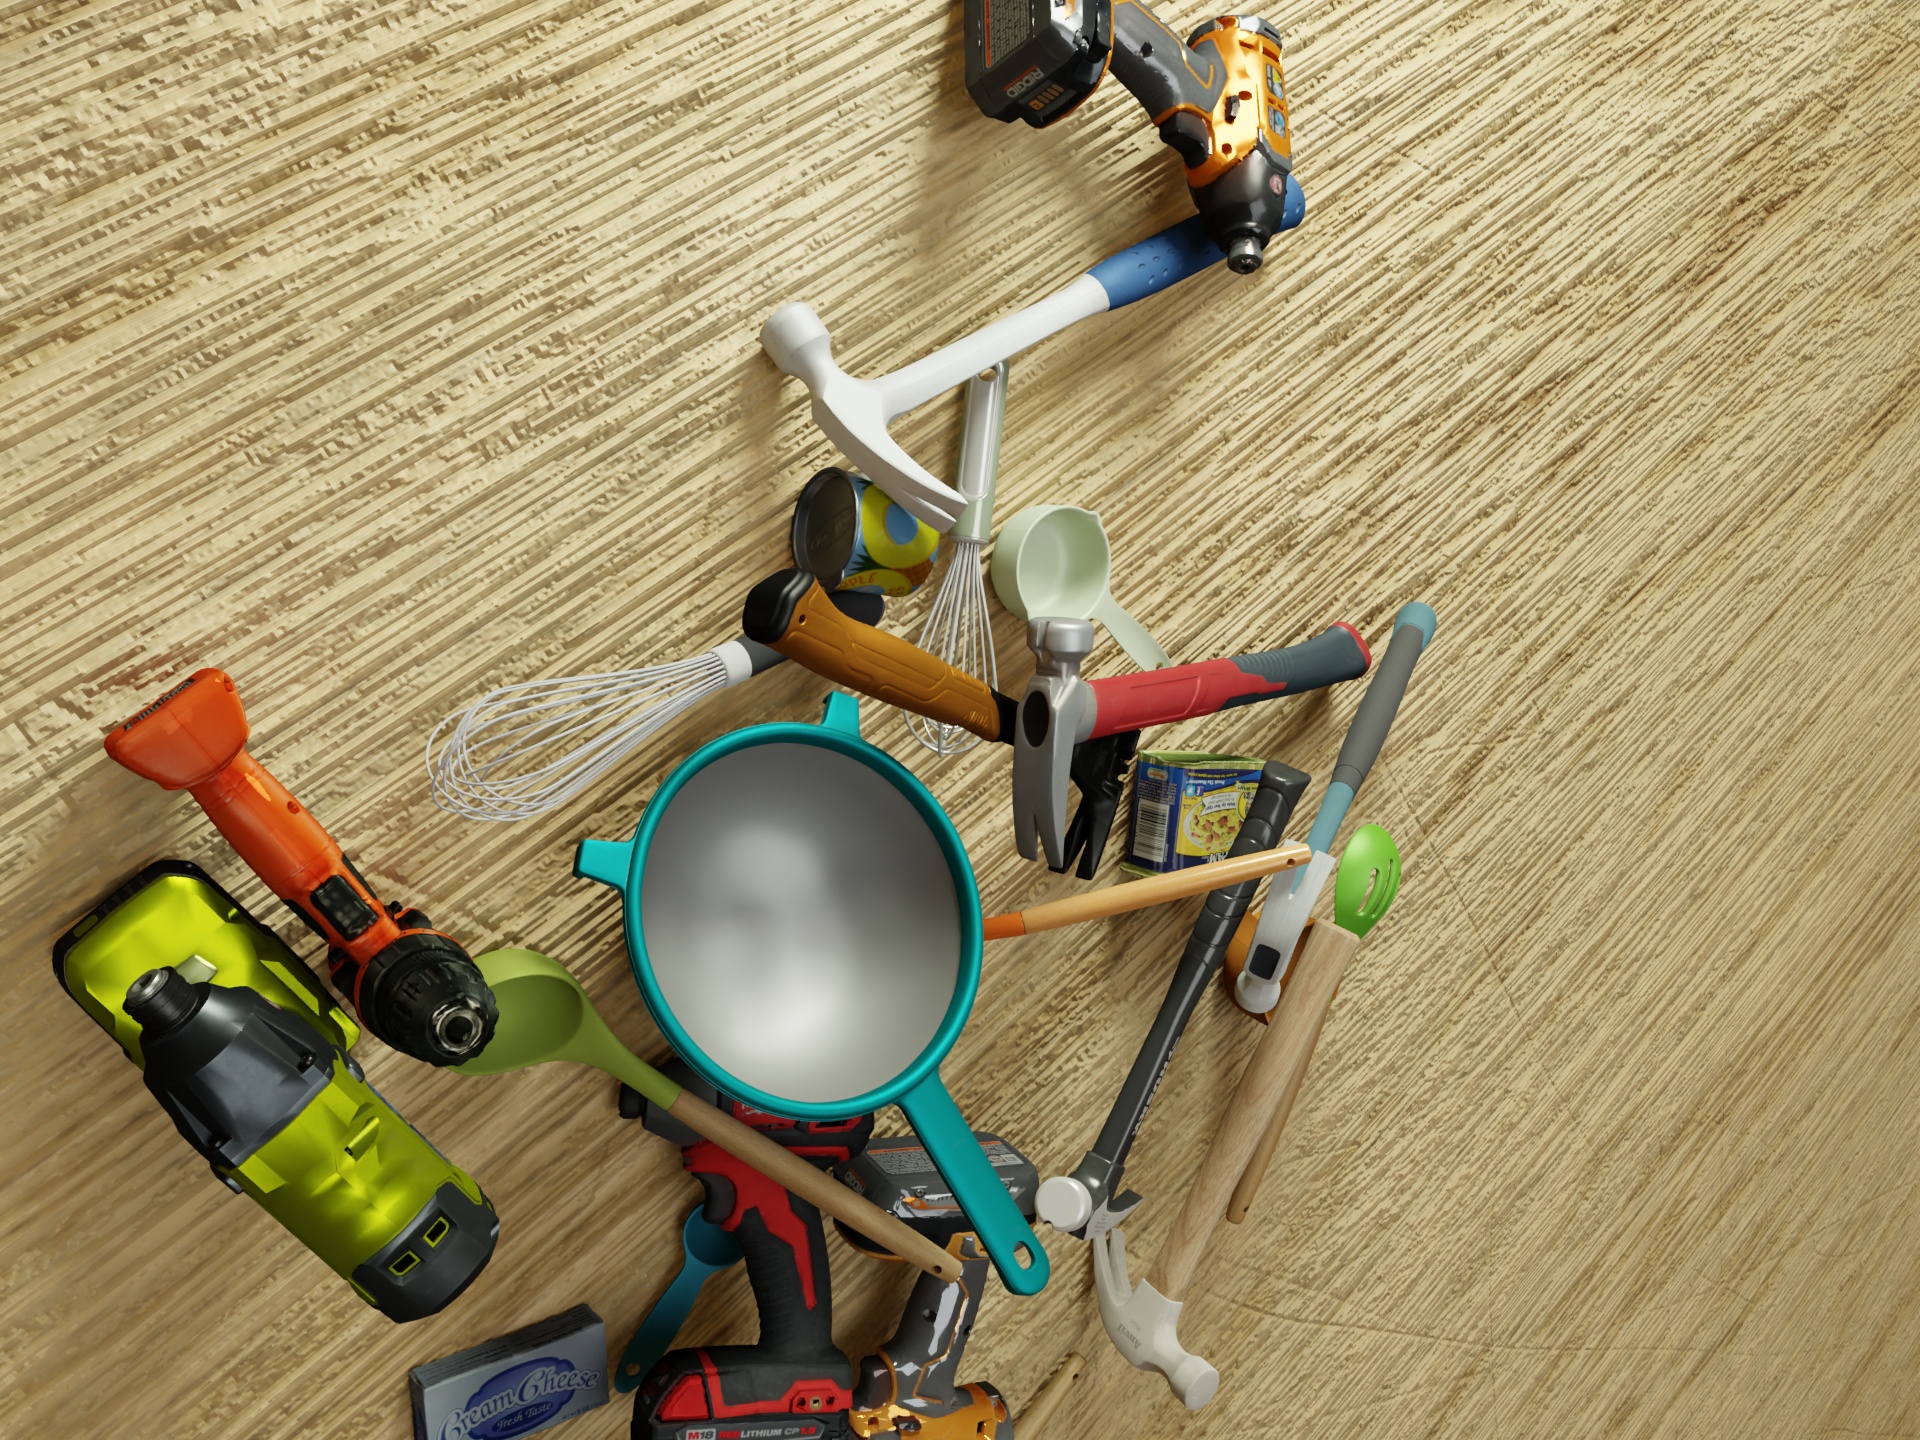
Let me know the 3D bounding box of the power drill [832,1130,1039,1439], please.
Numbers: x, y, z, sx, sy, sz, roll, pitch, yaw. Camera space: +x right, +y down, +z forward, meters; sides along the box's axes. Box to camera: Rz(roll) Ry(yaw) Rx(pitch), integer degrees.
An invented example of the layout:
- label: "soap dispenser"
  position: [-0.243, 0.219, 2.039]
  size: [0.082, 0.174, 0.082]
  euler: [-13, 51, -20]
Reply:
- label: "power drill"
  position: [-0.047, 0.377, 0.980]
  size: [0.185, 0.084, 0.226]
  euler: [4, 98, -28]

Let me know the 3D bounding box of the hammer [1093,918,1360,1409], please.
- label: "hammer"
  position: [0.189, 0.291, 1.101]
  size: [0.031, 0.130, 0.331]
  euler: [26, 90, -39]

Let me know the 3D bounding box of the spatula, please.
- label: "spatula"
  position: [0.064, 0.124, 0.983]
  size: [0.322, 0.041, 0.081]
  euler: [-14, 111, -2]

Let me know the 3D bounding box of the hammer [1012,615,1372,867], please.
- label: "hammer"
  position: [0.165, -0.007, 1.038]
  size: [0.386, 0.038, 0.143]
  euler: [-10, 108, -49]

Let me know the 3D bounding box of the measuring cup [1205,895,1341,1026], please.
- label: "measuring cup"
  position: [0.210, 0.160, 1.151]
  size: [0.173, 0.052, 0.095]
  euler: [40, 78, -36]

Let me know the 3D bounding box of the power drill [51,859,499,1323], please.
- label: "power drill"
  position: [-0.292, 0.139, 0.655]
  size: [0.080, 0.223, 0.171]
  euler: [-45, 123, -22]

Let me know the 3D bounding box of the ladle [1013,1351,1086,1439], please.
- label: "ladle"
  position: [-0.013, 0.564, 1.088]
  size: [0.315, 0.031, 0.069]
  euler: [-46, 124, -23]

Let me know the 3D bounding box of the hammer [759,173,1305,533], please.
- label: "hammer"
  position: [0.076, -0.246, 0.950]
  size: [0.405, 0.035, 0.144]
  euler: [-34, 86, -32]

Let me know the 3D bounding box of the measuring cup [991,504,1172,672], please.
- label: "measuring cup"
  position: [0.080, -0.073, 1.015]
  size: [0.167, 0.038, 0.083]
  euler: [41, 75, -38]

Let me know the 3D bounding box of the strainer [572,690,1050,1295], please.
- label: "strainer"
  position: [-0.065, 0.168, 0.869]
  size: [0.211, 0.095, 0.340]
  euler: [-33, 94, -38]

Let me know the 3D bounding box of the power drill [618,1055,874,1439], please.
- label: "power drill"
  position: [-0.124, 0.294, 0.885]
  size: [0.143, 0.078, 0.220]
  euler: [5, 79, -17]

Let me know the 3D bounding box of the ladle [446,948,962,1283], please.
- label: "ladle"
  position: [-0.130, 0.219, 0.832]
  size: [0.320, 0.062, 0.078]
  euler: [35, 110, -12]

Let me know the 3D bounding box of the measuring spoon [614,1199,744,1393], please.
- label: "measuring spoon"
  position: [-0.165, 0.333, 0.930]
  size: [0.042, 0.021, 0.128]
  euler: [33, 88, -14]

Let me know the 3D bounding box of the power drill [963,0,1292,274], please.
- label: "power drill"
  position: [0.109, -0.362, 0.922]
  size: [0.226, 0.084, 0.164]
  euler: [13, 69, -39]

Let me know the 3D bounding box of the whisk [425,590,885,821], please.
- label: "whisk"
  position: [-0.149, -0.019, 0.841]
  size: [0.284, 0.070, 0.070]
  euler: [-27, 115, -36]

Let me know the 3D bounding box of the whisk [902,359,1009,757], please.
- label: "whisk"
  position: [0.003, -0.100, 0.946]
  size: [0.058, 0.059, 0.246]
  euler: [7, 92, 3]

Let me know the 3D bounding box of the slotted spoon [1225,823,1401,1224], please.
- label: "slotted spoon"
  position: [0.253, 0.225, 1.151]
  size: [0.070, 0.031, 0.313]
  euler: [11, 103, -42]

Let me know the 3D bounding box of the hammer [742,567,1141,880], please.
- label: "hammer"
  position: [-0.001, -0.003, 0.894]
  size: [0.336, 0.034, 0.127]
  euler: [25, 80, -50]

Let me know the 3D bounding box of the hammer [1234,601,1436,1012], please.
- label: "hammer"
  position: [0.270, 0.042, 1.114]
  size: [0.331, 0.033, 0.128]
  euler: [-58, 162, -32]

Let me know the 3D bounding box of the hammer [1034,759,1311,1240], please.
- label: "hammer"
  position: [0.148, 0.178, 1.037]
  size: [0.335, 0.035, 0.146]
  euler: [-63, 156, -8]
